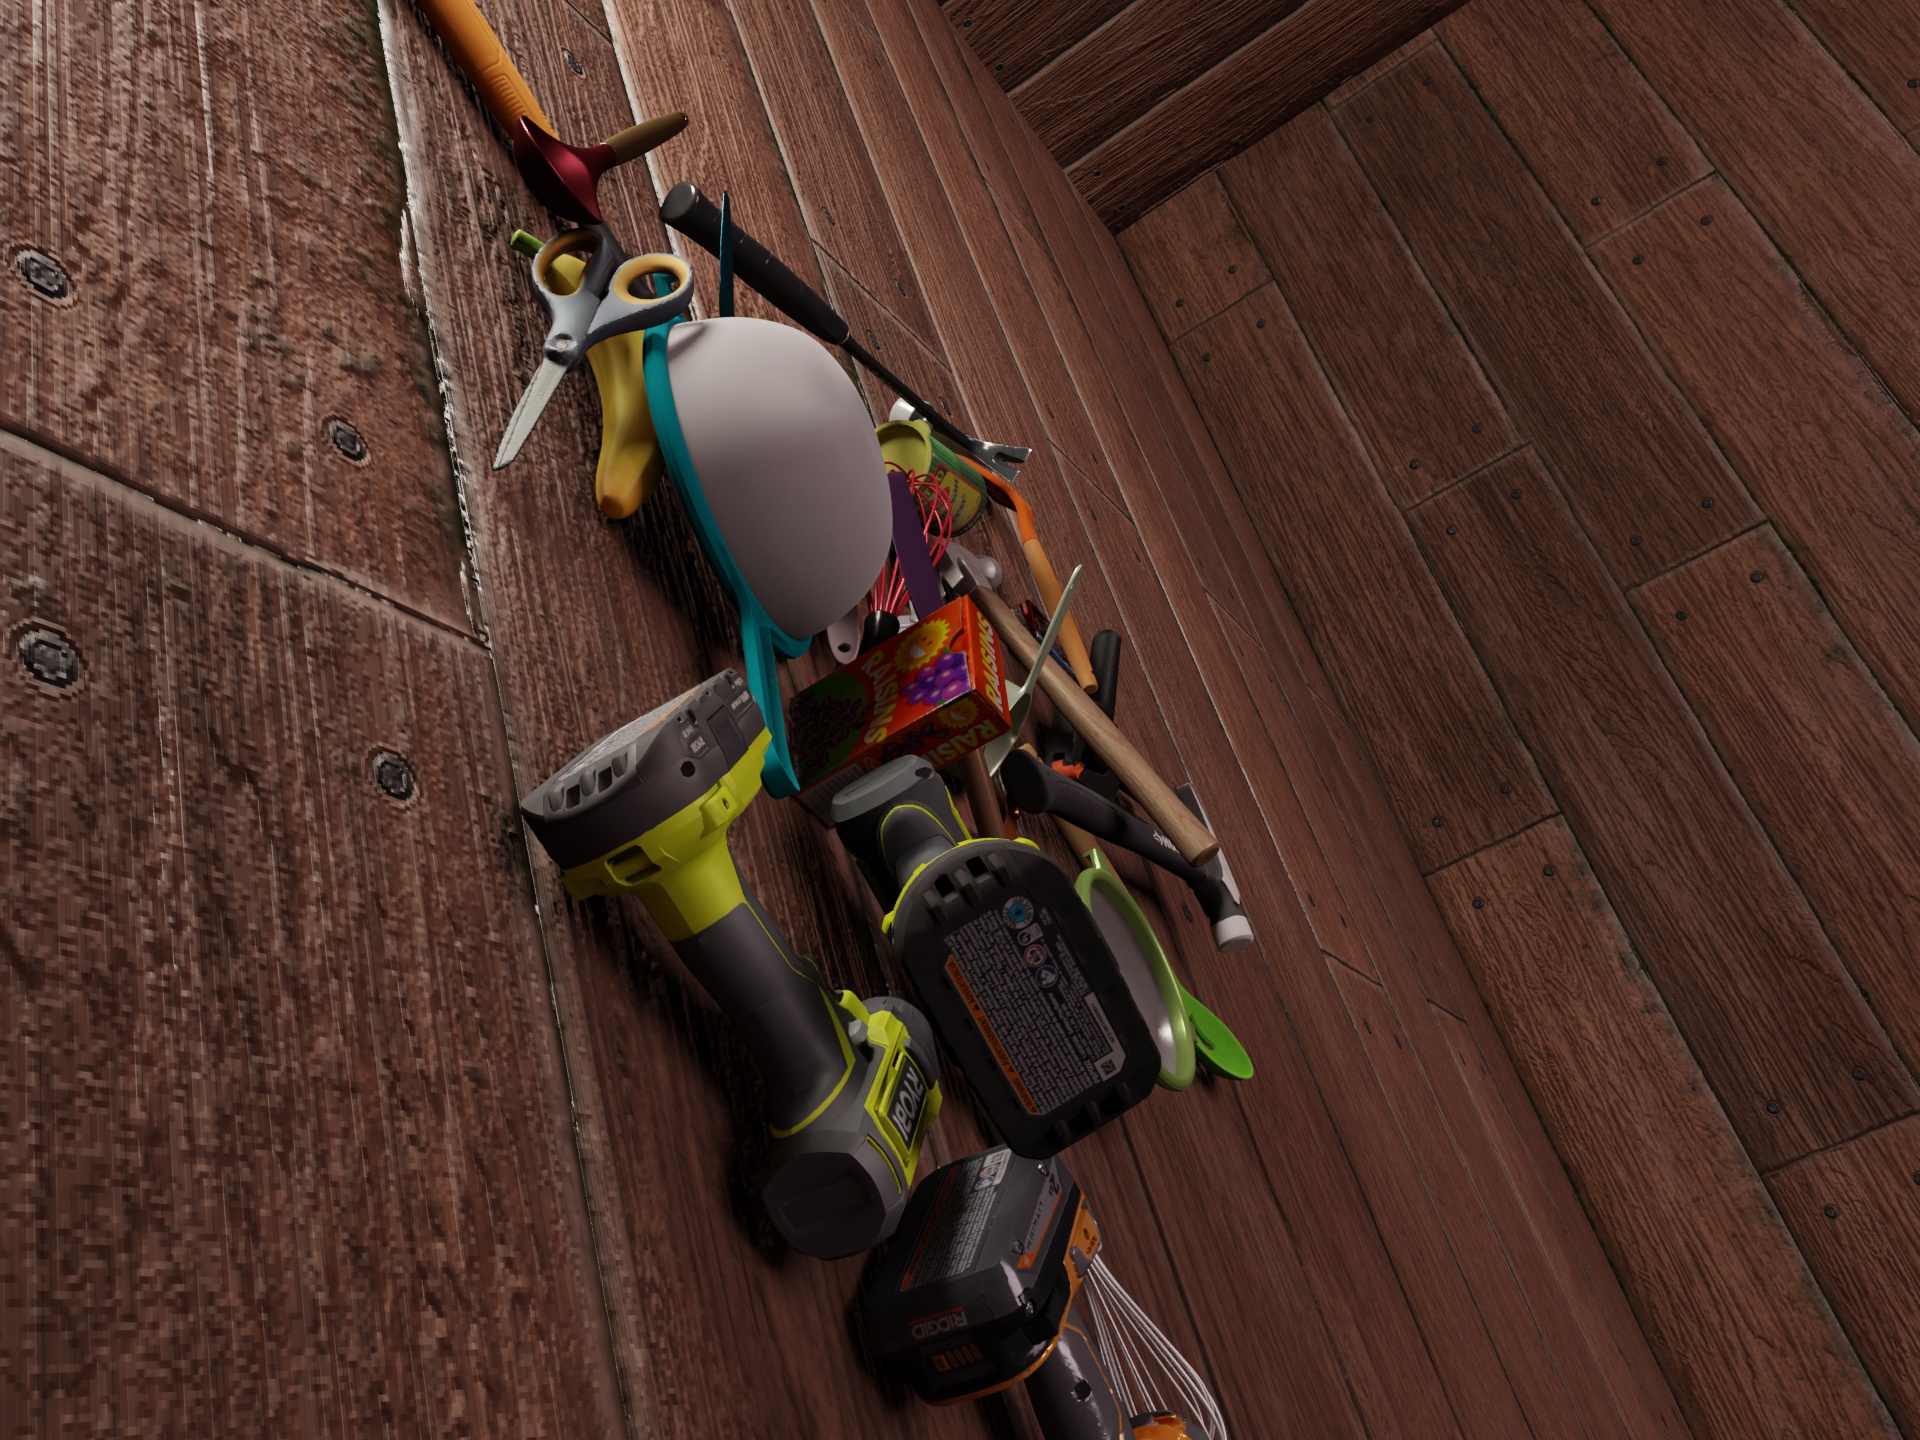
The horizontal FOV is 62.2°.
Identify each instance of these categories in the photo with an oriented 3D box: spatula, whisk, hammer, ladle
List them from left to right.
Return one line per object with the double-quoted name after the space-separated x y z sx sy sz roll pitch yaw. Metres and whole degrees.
-0.259 -0.362 0.969 0.336 0.034 0.127 57 20 -11 "hammer"
-0.212 -0.355 0.984 0.069 0.031 0.316 55 20 -19 "ladle"
-0.103 -0.217 1.081 0.317 0.044 0.082 50 32 -55 "spatula"
-0.083 -0.277 1.171 0.149 0.036 0.408 30 2 31 "hammer"
-0.048 -0.075 1.042 0.073 0.073 0.296 48 32 -33 "whisk"
-0.002 -0.003 1.008 0.060 0.018 0.316 -38 114 -70 "spatula"
0.062 -0.134 1.405 0.080 0.041 0.323 42 22 -44 "spatula"
0.082 -0.018 1.228 0.331 0.031 0.130 50 18 20 "hammer"
0.070 0.292 0.847 0.059 0.057 0.246 -17 72 -40 "whisk"
0.129 0.082 1.242 0.334 0.035 0.146 29 37 -51 "hammer"

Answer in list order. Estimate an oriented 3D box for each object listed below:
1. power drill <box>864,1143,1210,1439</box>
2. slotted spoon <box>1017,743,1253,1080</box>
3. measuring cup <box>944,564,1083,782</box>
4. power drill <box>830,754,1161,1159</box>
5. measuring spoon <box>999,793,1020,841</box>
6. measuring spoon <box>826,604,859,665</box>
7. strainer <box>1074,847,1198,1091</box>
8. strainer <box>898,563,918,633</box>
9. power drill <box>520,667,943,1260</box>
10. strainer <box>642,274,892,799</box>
0.045 0.323 0.693 0.226 0.084 0.185 62 20 -9 "power drill"
0.132 0.152 1.236 0.314 0.031 0.070 57 20 -4 "slotted spoon"
0.032 -0.035 1.065 0.038 0.167 0.083 28 11 13 "measuring cup"
0.015 0.119 0.761 0.190 0.080 0.228 62 -7 -10 "power drill"
0.029 0.089 1.093 0.021 0.011 0.117 53 24 -24 "measuring spoon"
-0.077 -0.077 1.011 0.018 0.034 0.124 102 -15 -47 "measuring spoon"
0.076 0.188 0.973 0.151 0.069 0.256 62 19 -5 "strainer"
-0.030 -0.082 1.142 0.087 0.050 0.259 6 33 -12 "strainer"
-0.084 0.098 0.694 0.223 0.080 0.171 61 14 -10 "power drill"
-0.084 -0.102 0.876 0.210 0.095 0.341 61 12 -47 "strainer"
